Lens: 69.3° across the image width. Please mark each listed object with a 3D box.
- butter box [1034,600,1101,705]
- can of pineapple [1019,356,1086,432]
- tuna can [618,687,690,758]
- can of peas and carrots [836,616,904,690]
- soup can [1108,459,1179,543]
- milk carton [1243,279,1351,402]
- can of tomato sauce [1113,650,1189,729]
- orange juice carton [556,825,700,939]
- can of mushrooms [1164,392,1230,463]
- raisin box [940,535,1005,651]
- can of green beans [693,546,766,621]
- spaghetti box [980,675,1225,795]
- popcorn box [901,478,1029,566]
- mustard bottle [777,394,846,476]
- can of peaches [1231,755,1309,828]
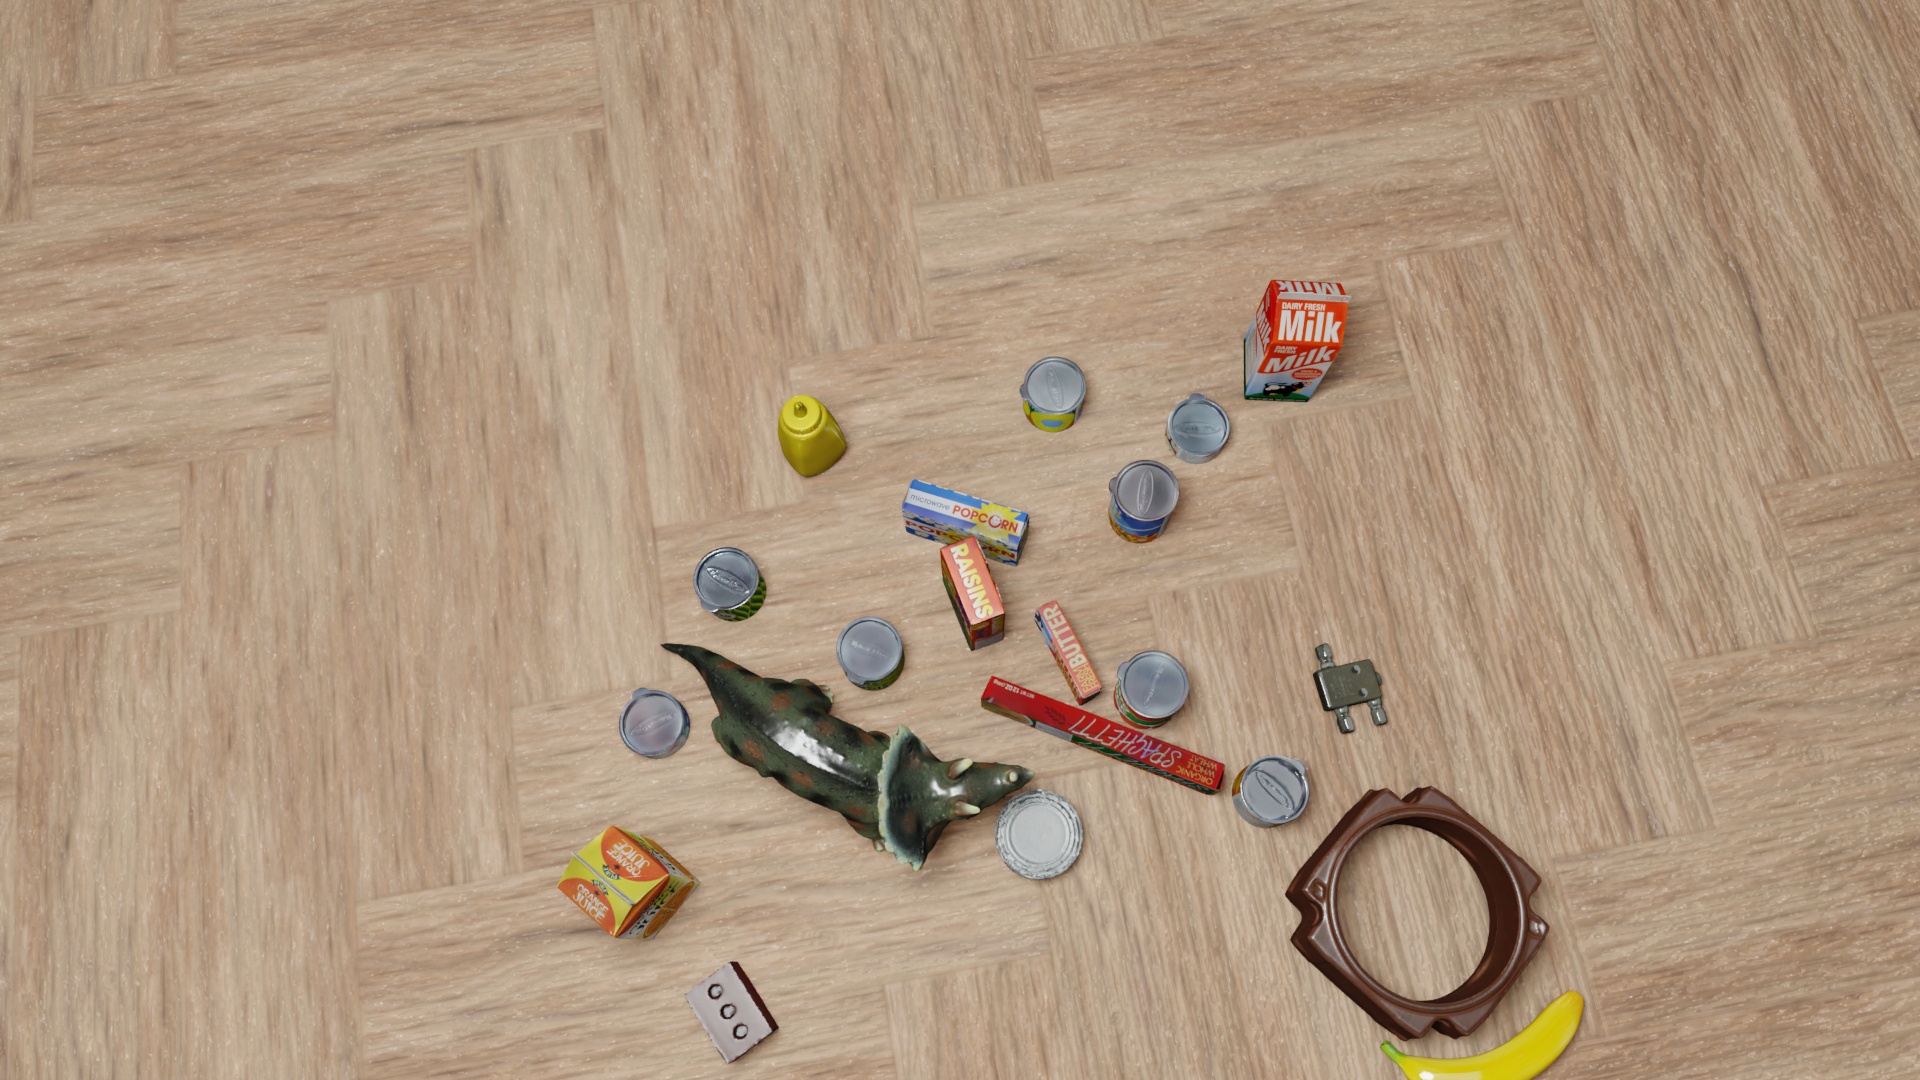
[{"bbox_3d":[0.109,0.114,1.407,0.024,0.053,0.103,-25,74,-6],"label":"butter box"},{"bbox_3d":[0.098,-0.156,1.488,0.071,0.057,0.071,0,73,1],"label":"can of pineapple"},{"bbox_3d":[-0.309,0.184,1.402,0.071,0.032,0.071,0,73,1],"label":"tuna can"},{"bbox_3d":[-0.091,0.118,1.406,0.071,0.058,0.071,0,73,1],"label":"can of peas and carrots"},{"bbox_3d":[0.186,-0.040,1.437,0.071,0.083,0.071,0,73,1],"label":"soup can"},{"bbox_3d":[0.344,-0.212,1.432,0.072,0.190,0.073,2,73,2],"label":"milk carton"},{"bbox_3d":[0.186,0.150,1.379,0.071,0.083,0.071,0,73,1],"label":"can of tomato sauce"},{"bbox_3d":[-0.307,0.315,1.278,0.072,0.192,0.073,38,78,11],"label":"orange juice carton"},{"bbox_3d":[0.253,-0.119,1.487,0.071,0.033,0.071,0,73,1],"label":"can of mushrooms"},{"bbox_3d":[0.013,0.055,1.390,0.040,0.123,0.086,-20,74,-5],"label":"raisin box"},{"bbox_3d":[-0.237,0.046,1.430,0.071,0.057,0.071,0,73,1],"label":"can of green beans"},{"bbox_3d":[0.141,0.195,1.383,0.250,0.050,0.029,20,75,7],"label":"spaghetti box"},{"bbox_3d":[0.005,-0.018,1.432,0.127,0.085,0.038,17,74,6],"label":"popcorn box"},{"bbox_3d":[-0.156,-0.115,1.425,0.065,0.159,0.049,-35,76,-9],"label":"mustard bottle"},{"bbox_3d":[0.305,0.245,1.361,0.071,0.058,0.071,0,73,1],"label":"can of peaches"}]
